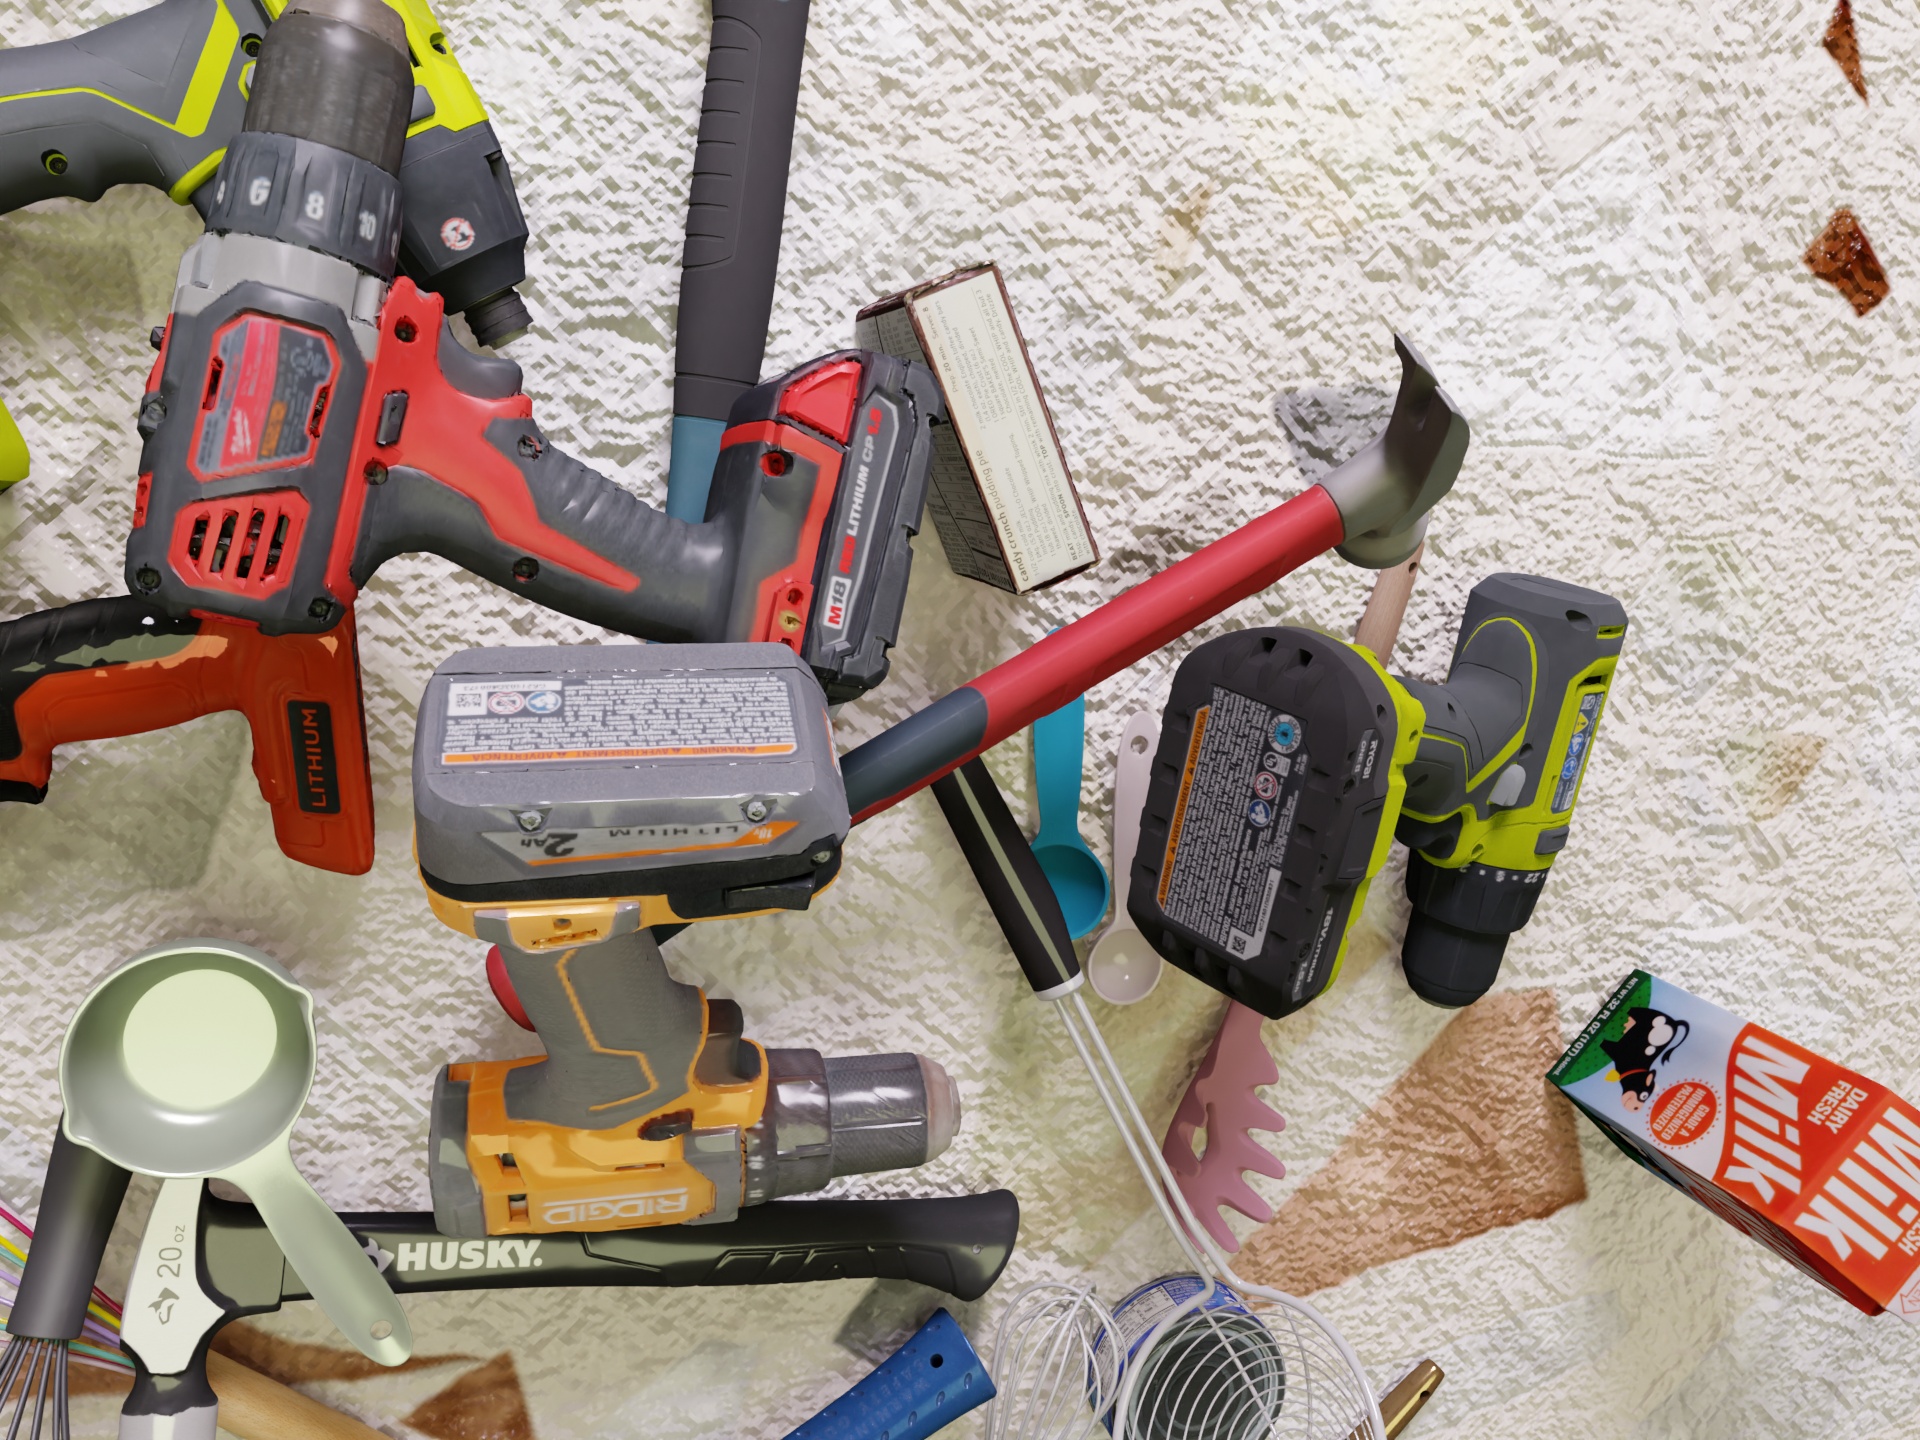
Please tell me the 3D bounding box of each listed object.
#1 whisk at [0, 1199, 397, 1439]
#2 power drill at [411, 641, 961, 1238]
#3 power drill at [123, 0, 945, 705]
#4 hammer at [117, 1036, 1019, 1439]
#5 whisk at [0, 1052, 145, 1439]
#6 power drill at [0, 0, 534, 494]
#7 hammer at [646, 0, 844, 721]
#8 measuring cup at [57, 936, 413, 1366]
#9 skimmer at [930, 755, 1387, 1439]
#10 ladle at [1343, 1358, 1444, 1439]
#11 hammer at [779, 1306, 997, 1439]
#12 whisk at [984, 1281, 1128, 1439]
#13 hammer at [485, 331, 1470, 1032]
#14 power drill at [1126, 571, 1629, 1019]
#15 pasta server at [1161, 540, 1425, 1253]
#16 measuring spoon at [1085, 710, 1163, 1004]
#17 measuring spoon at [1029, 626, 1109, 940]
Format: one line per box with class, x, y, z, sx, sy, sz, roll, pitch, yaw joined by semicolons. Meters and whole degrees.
whisk;-0.304;0.223;0.573;0.244;0.051;0.047;39;82;-22
power drill;-0.082;0.085;0.517;0.185;0.084;0.226;-1;130;-13
power drill;-0.124;-0.104;0.496;0.226;0.080;0.188;12;89;-25
hammer;-0.133;0.197;0.613;0.334;0.035;0.146;6;83;-22
whisk;-0.304;0.202;0.528;0.055;0.055;0.239;14;70;-19
power drill;-0.259;-0.162;0.499;0.223;0.080;0.171;-30;108;-13
hammer;-0.090;-0.123;0.578;0.128;0.033;0.331;6;98;-17
measuring cup;-0.234;0.148;0.540;0.083;0.038;0.167;-31;106;-16
skimmer;0.052;0.168;0.610;0.090;0.127;0.363;-29;93;-52
ladle;0.117;0.419;0.744;0.315;0.031;0.069;-44;109;-7
hammer;-0.159;0.370;0.615;0.405;0.144;0.035;-31;141;-16
whisk;0.013;0.353;0.691;0.058;0.059;0.246;22;99;19
hammer;-0.001;-0.002;0.556;0.386;0.143;0.038;-30;75;2
power drill;0.172;0.041;0.629;0.228;0.080;0.190;-6;113;-43
pasta server;0.148;0.073;0.683;0.060;0.040;0.316;16;94;-40
measuring spoon;0.070;0.057;0.672;0.034;0.018;0.124;3;92;-18
measuring spoon;0.041;0.026;0.656;0.042;0.021;0.128;1;91;5
